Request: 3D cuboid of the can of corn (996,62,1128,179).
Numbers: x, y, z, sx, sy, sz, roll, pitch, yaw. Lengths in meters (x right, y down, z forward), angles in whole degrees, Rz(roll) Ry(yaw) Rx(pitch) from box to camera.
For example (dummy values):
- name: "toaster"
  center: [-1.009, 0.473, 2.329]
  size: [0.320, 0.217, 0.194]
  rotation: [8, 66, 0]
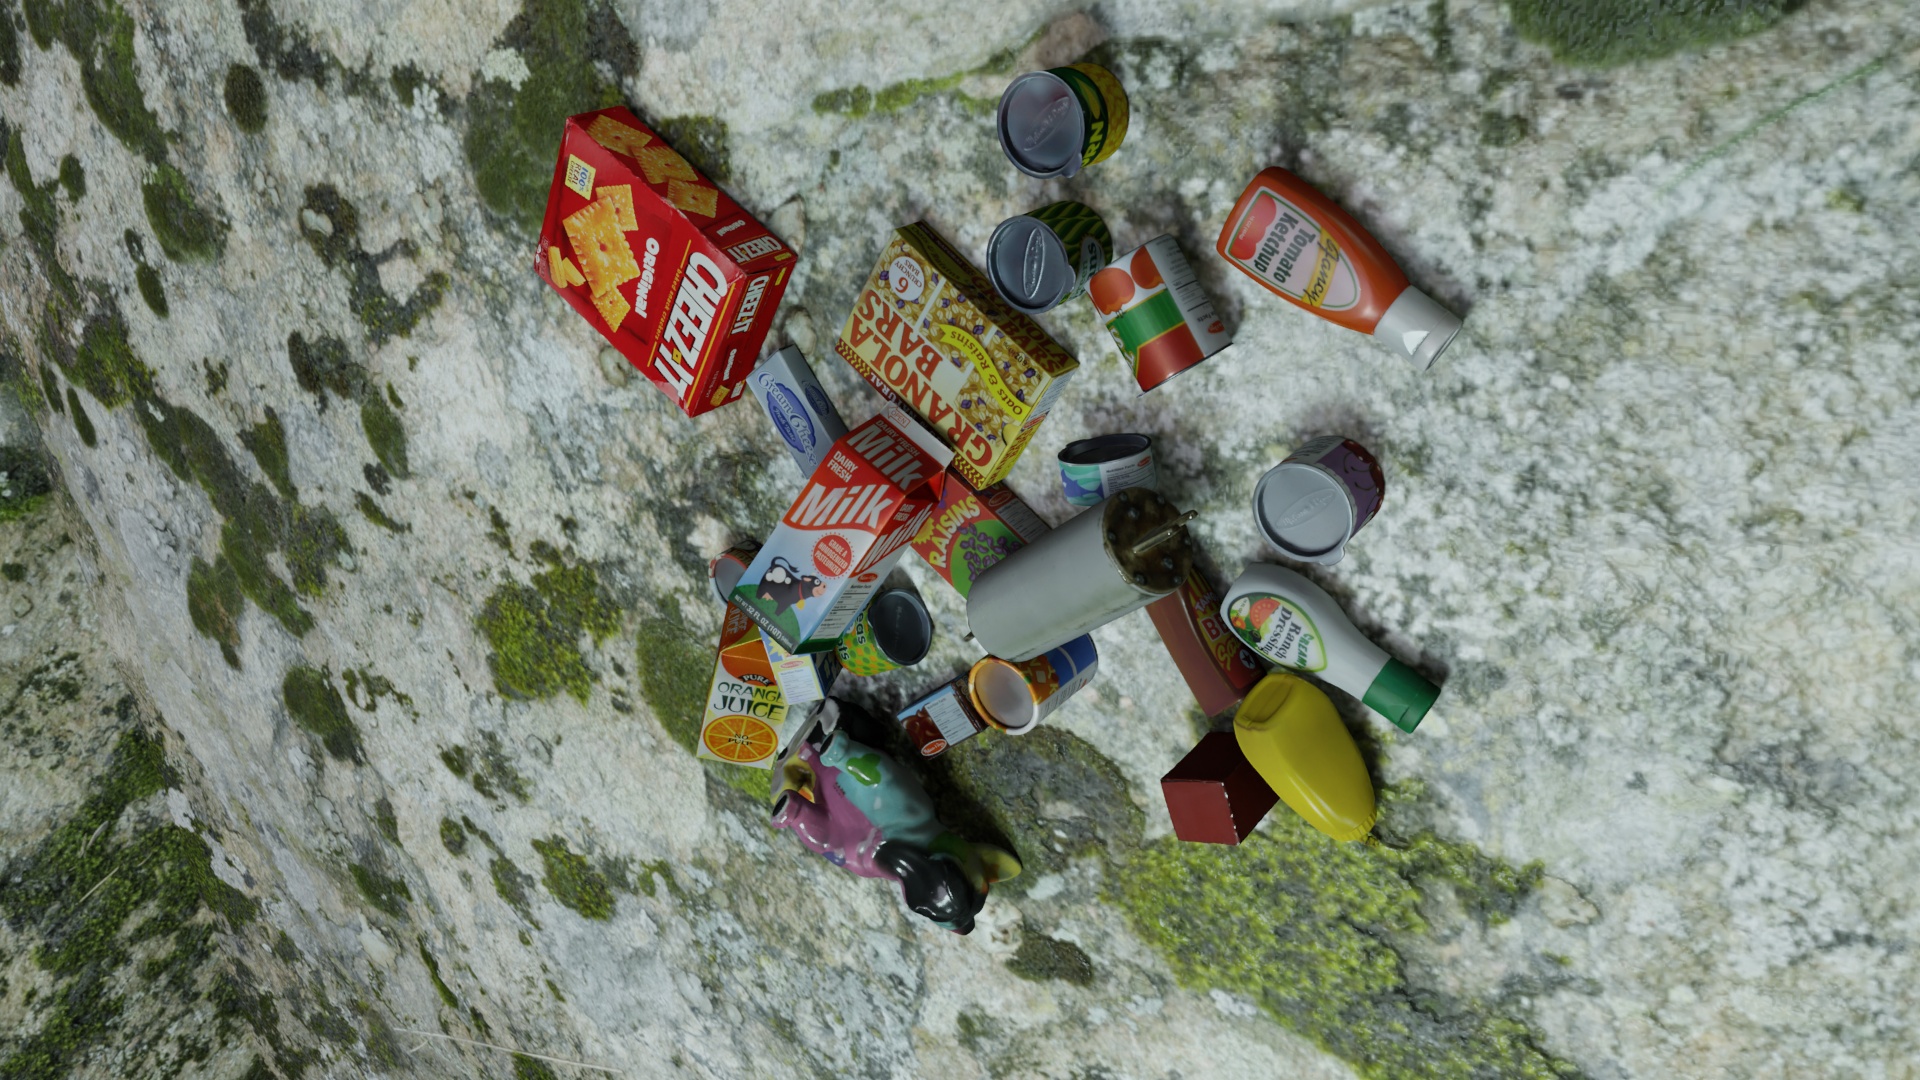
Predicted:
- name: "can of corn"
  center: [0.068, -0.269, 0.894]
  size: [0.071, 0.058, 0.070]
  rotation: [18, 121, 32]

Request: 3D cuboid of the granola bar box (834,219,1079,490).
- name: "granola bar box"
  center: [-0.007, -0.137, 1.034]
  size: [0.166, 0.039, 0.123]
  rotation: [45, 132, 13]

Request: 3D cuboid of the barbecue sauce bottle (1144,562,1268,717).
- name: "barbecue sauce bottle"
  center: [0.158, 0.048, 0.977]
  size: [0.043, 0.065, 0.148]
  rotation: [-37, 77, 35]

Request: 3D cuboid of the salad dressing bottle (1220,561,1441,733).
- name: "salad dressing bottle"
  center: [0.246, 0.072, 0.927]
  size: [0.148, 0.044, 0.064]
  rotation: [35, 132, 21]

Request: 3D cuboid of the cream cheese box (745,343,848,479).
- name: "cream cheese box"
  center: [-0.134, -0.107, 1.162]
  size: [0.053, 0.024, 0.104]
  rotation: [-31, 90, 43]

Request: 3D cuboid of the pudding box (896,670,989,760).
- name: "pudding box"
  center: [-0.011, 0.149, 1.185]
  size: [0.083, 0.030, 0.049]
  rotation: [-35, 89, 44]

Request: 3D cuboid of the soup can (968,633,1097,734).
- name: "soup can"
  center: [0.054, 0.100, 1.070]
  size: [0.071, 0.084, 0.071]
  rotation: [18, 122, 32]

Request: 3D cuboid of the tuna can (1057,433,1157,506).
- name: "tuna can"
  center: [0.101, -0.050, 0.971]
  size: [0.071, 0.071, 0.032]
  rotation: [3, 114, 38]

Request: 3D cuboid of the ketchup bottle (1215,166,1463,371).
- name: "ketchup bottle"
  center: [0.228, -0.159, 0.829]
  size: [0.149, 0.044, 0.064]
  rotation: [40, 131, 16]

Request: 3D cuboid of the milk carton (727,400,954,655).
- name: "milk carton"
  center: [-0.084, -0.010, 1.052]
  size: [0.072, 0.073, 0.190]
  rotation: [40, 101, 17]

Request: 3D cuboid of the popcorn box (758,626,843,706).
- name: "popcorn box"
  center: [-0.130, 0.076, 1.181]
  size: [0.038, 0.127, 0.085]
  rotation: [-13, 104, 11]

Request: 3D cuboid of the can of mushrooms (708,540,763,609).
- name: "can of mushrooms"
  center: [-0.197, 0.035, 1.277]
  size: [0.071, 0.033, 0.070]
  rotation: [18, 121, 33]

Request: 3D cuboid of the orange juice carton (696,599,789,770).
- name: "orange juice carton"
  center: [-0.186, 0.118, 1.257]
  size: [0.073, 0.072, 0.191]
  rotation: [12, 131, -10]

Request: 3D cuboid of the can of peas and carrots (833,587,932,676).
- name: "can of peas and carrots"
  center: [-0.069, 0.077, 1.168]
  size: [0.058, 0.071, 0.071]
  rotation: [-20, 98, 44]

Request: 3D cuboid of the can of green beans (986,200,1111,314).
- name: "can of green beans"
  center: [0.060, -0.192, 0.938]
  size: [0.071, 0.058, 0.071]
  rotation: [18, 121, 32]

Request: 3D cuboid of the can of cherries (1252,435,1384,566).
- name: "can of cherries"
  center: [0.229, -0.025, 0.883]
  size: [0.071, 0.059, 0.071]
  rotation: [17, 120, 31]

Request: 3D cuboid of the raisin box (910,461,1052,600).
- name: "raisin box"
  center: [0.004, -0.014, 1.086]
  size: [0.123, 0.040, 0.085]
  rotation: [43, 132, 13]

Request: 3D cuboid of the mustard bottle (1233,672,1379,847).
- name: "mustard bottle"
  center: [0.246, 0.161, 0.950]
  size: [0.160, 0.065, 0.049]
  rotation: [53, 159, -26]

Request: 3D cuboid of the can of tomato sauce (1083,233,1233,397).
- name: "can of tomato sauce"
  center: [0.126, -0.146, 0.901]
  size: [0.071, 0.071, 0.083]
  rotation: [-28, 91, 44]
